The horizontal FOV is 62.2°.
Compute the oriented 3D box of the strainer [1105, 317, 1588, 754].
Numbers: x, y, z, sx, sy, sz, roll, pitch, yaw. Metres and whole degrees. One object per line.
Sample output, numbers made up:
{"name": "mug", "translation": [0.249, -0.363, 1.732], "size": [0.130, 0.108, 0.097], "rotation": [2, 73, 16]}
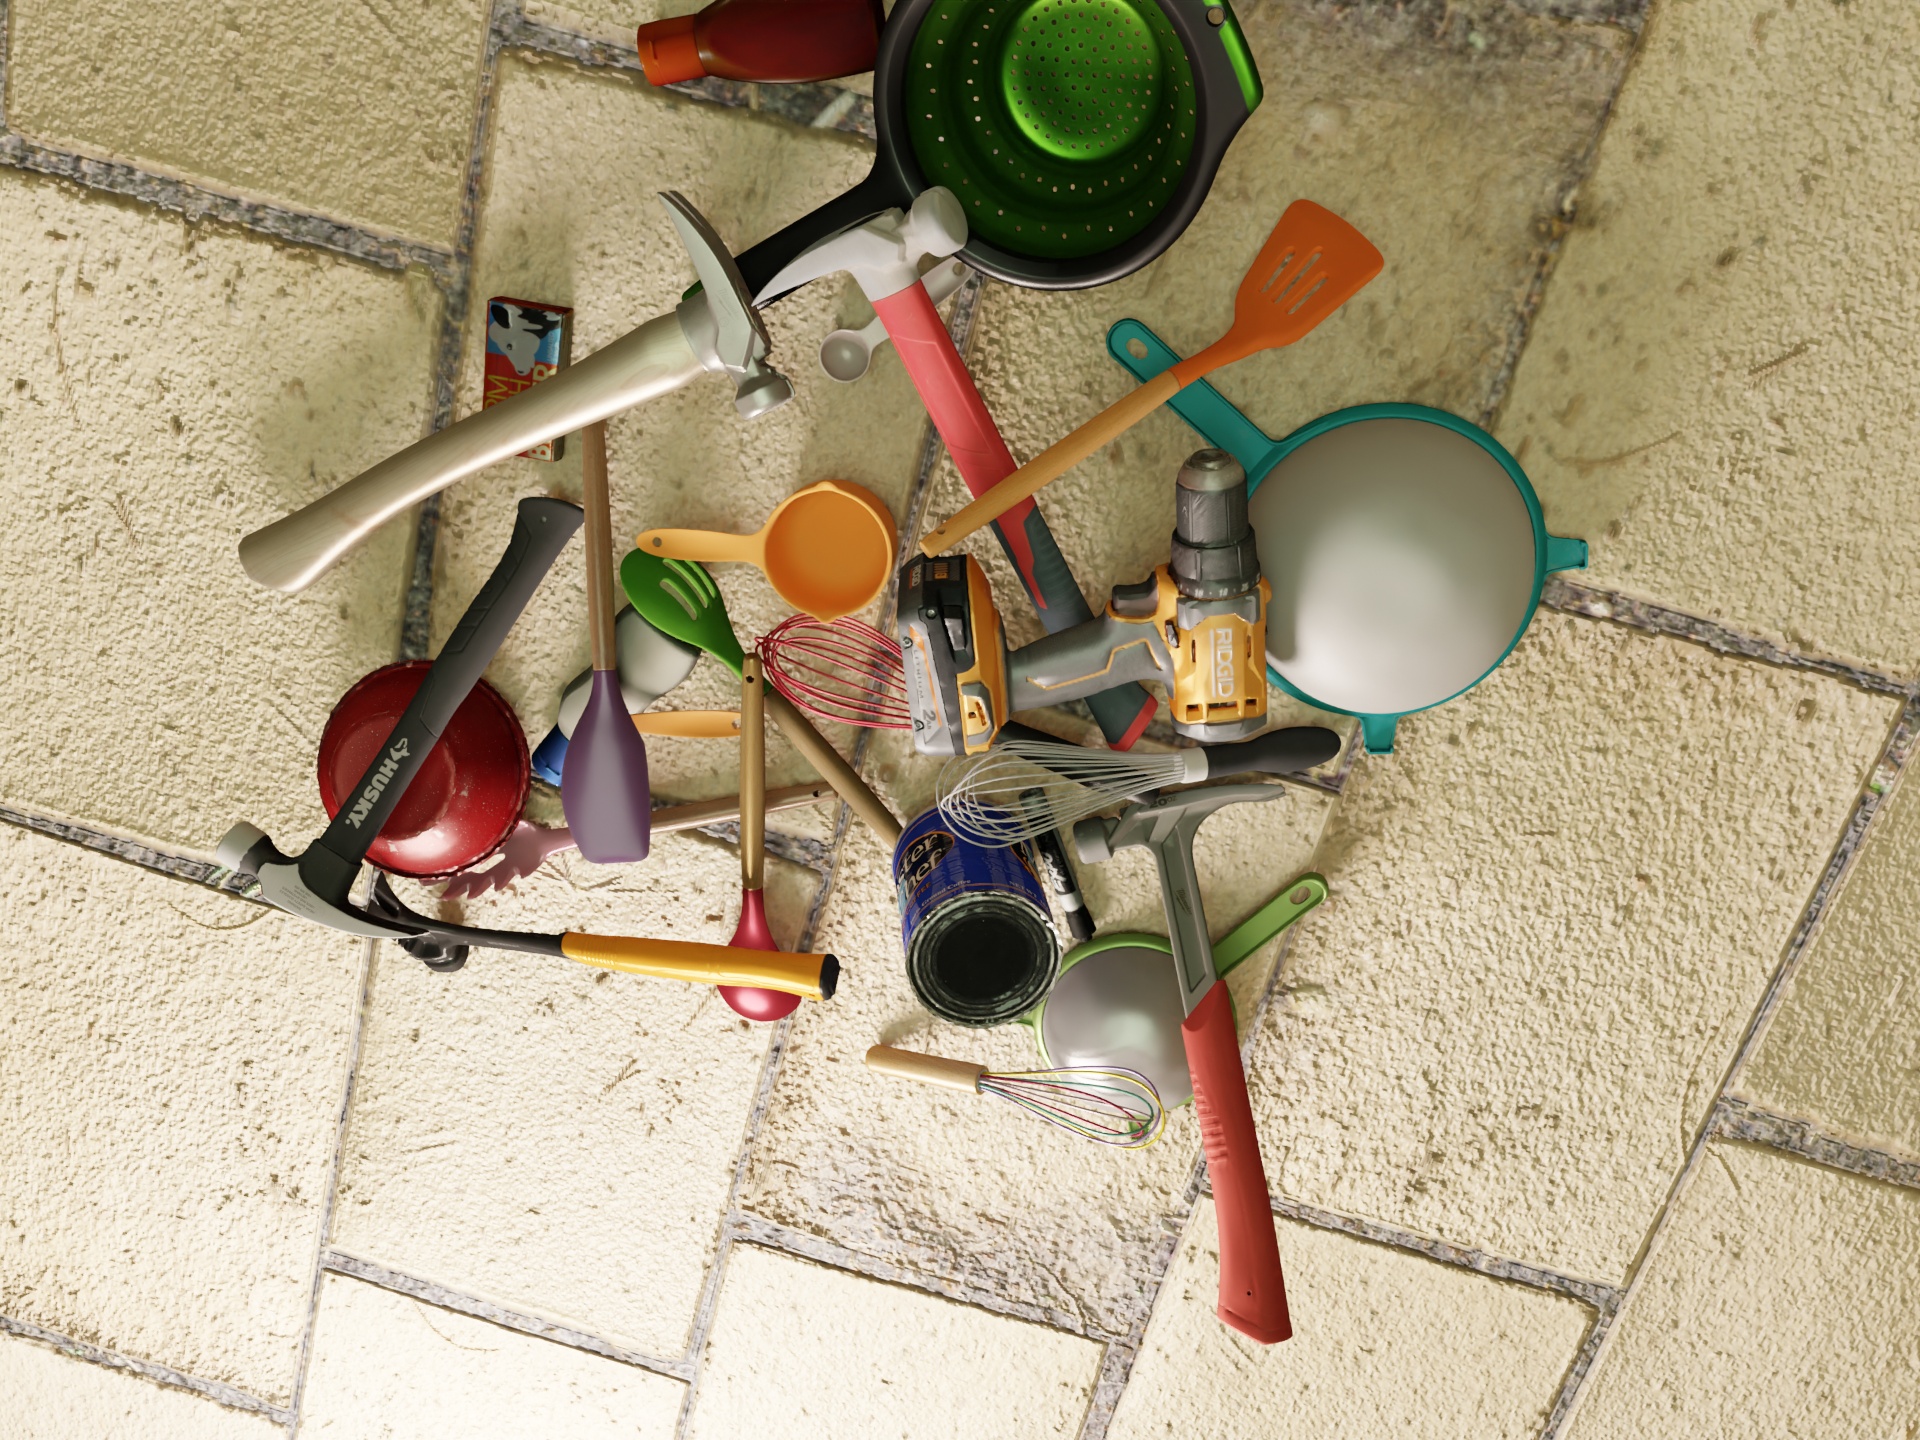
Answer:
{"name": "strainer", "translation": [0.222, -0.129, 0.996], "size": [0.340, 0.095, 0.211], "rotation": [40, 109, -8]}

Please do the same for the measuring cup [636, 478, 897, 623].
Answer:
{"name": "measuring cup", "translation": [-0.127, -0.120, 1.067], "size": [0.173, 0.052, 0.095], "rotation": [4, 109, 8]}

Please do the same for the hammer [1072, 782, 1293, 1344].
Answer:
{"name": "hammer", "translation": [0.179, 0.224, 1.061], "size": [0.149, 0.036, 0.359], "rotation": [-13, 75, 12]}

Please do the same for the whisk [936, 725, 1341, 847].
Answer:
{"name": "whisk", "translation": [0.122, 0.035, 1.048], "size": [0.284, 0.070, 0.070], "rotation": [-8, 109, -14]}

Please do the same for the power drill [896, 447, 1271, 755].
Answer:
{"name": "power drill", "translation": [0.076, -0.069, 0.975], "size": [0.226, 0.084, 0.185], "rotation": [-5, 121, 3]}

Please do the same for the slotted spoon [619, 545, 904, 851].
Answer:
{"name": "slotted spoon", "translation": [-0.118, -0.002, 1.110], "size": [0.031, 0.070, 0.313], "rotation": [-27, 111, 38]}

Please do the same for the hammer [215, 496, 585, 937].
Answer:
{"name": "hammer", "translation": [-0.353, -0.008, 1.081], "size": [0.146, 0.035, 0.335], "rotation": [32, 88, 3]}

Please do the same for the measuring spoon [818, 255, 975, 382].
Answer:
{"name": "measuring spoon", "translation": [-0.038, -0.263, 1.028], "size": [0.124, 0.018, 0.034], "rotation": [-35, 101, 10]}

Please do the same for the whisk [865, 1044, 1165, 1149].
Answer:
{"name": "whisk", "translation": [0.034, 0.267, 1.142], "size": [0.245, 0.051, 0.047], "rotation": [4, 128, 32]}

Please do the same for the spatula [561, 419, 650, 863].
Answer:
{"name": "spatula", "translation": [-0.244, -0.060, 1.075], "size": [0.059, 0.018, 0.316], "rotation": [-2, 93, -5]}

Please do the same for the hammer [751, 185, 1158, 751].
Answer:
{"name": "hammer", "translation": [0.016, -0.137, 1.020], "size": [0.143, 0.038, 0.386], "rotation": [-14, 119, 31]}

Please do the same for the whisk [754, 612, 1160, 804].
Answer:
{"name": "whisk", "translation": [-0.002, -0.003, 1.084], "size": [0.296, 0.073, 0.073], "rotation": [21, 110, -2]}

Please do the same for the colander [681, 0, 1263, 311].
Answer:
{"name": "colander", "translation": [-0.006, -0.340, 0.965], "size": [0.397, 0.095, 0.204], "rotation": [-19, 116, 32]}

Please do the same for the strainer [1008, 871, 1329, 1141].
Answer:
{"name": "strainer", "translation": [0.162, 0.201, 1.131], "size": [0.151, 0.069, 0.256], "rotation": [45, 110, -9]}

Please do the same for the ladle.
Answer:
{"name": "ladle", "translation": [-0.146, 0.094, 1.127], "size": [0.069, 0.031, 0.315], "rotation": [8, 119, 8]}

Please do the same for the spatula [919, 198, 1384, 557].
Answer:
{"name": "spatula", "translation": [0.107, -0.198, 0.957], "size": [0.322, 0.041, 0.081], "rotation": [-35, 59, -6]}

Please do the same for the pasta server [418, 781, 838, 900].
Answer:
{"name": "pasta server", "translation": [-0.243, 0.079, 1.158], "size": [0.316, 0.040, 0.060], "rotation": [-10, 91, 9]}

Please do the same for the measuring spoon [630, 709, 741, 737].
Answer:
{"name": "measuring spoon", "translation": [-0.199, 0.001, 1.115], "size": [0.117, 0.011, 0.021], "rotation": [1, 110, -24]}

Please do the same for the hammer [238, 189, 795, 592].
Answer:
{"name": "hammer", "translation": [-0.316, -0.194, 1.046], "size": [0.410, 0.038, 0.146], "rotation": [-22, 103, 17]}

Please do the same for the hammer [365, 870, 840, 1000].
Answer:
{"name": "hammer", "translation": [-0.252, 0.162, 1.136], "size": [0.337, 0.034, 0.127], "rotation": [5, 152, 11]}
